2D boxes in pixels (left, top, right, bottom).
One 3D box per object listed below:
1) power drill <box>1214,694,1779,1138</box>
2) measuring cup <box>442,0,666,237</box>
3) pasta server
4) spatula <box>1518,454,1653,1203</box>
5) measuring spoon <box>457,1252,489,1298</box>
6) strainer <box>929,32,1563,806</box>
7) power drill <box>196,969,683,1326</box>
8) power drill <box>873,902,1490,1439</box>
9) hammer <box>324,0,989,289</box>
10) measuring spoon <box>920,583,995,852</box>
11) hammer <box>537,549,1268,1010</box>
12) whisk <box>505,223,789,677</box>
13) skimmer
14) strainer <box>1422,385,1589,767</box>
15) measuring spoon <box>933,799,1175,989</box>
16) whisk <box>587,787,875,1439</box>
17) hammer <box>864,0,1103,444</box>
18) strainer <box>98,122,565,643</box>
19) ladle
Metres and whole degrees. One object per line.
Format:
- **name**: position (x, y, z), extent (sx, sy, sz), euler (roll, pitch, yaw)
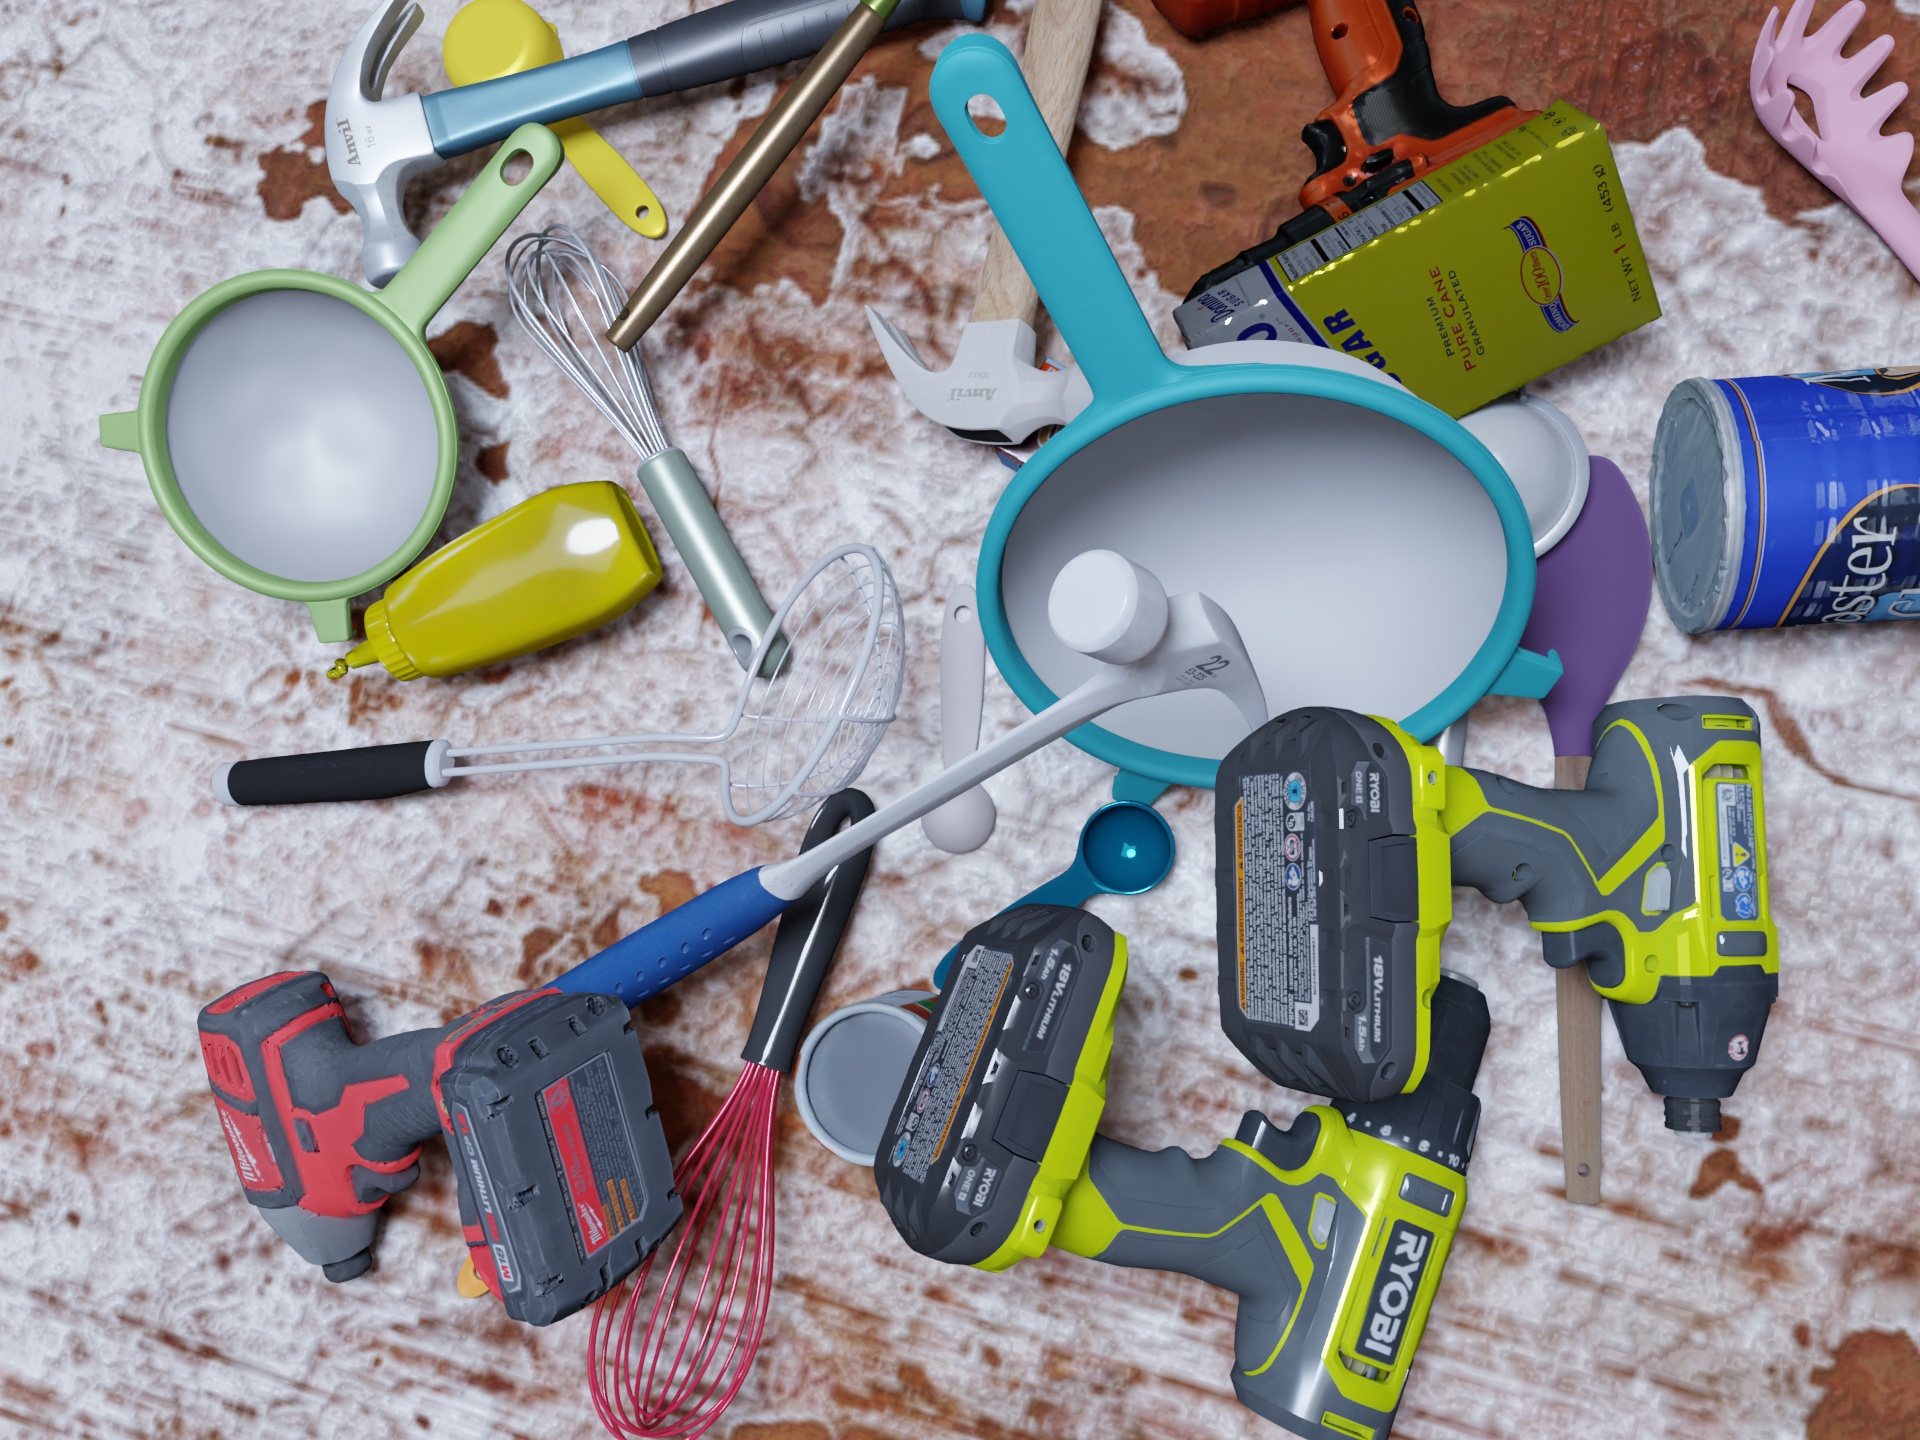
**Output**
- **power drill**: position (0.211, 0.074, 0.597), extent (0.223, 0.080, 0.171), euler (2, 84, -23)
- **measuring cup**: position (-0.198, -0.296, 0.782), extent (0.062, 0.029, 0.156), euler (-42, 78, 2)
- **pasta server**: position (0.430, -0.167, 0.661), extent (0.060, 0.040, 0.316), euler (-30, 80, -14)
- **spatula**: position (0.262, 0.041, 0.672), extent (0.060, 0.018, 0.316), euler (0, 82, 16)
- **measuring spoon**: position (-0.191, 0.220, 0.730), extent (0.021, 0.011, 0.117), euler (42, 94, 11)
- **strainer**: position (0.084, -0.116, 0.603), extent (0.211, 0.340, 0.095), euler (-18, 39, 24)
- **power drill**: position (-0.230, 0.180, 0.673), extent (0.220, 0.078, 0.143), euler (-5, 103, 34)
- **power drill**: position (0.100, 0.158, 0.620), extent (0.228, 0.080, 0.190), euler (26, 78, -17)
- **hammer**: position (-0.141, -0.313, 0.757), extent (0.331, 0.033, 0.128), euler (-16, 91, 1)
- **measuring spoon**: position (-0.001, -0.002, 0.720), extent (0.034, 0.018, 0.124), euler (0, 82, 9)
- **hammer**: position (-0.060, 0.062, 0.639), extent (0.405, 0.144, 0.035), euler (-31, 62, 27)
- **whisk**: position (-0.145, -0.128, 0.749), extent (0.058, 0.059, 0.246), euler (-35, 81, 41)
- **skimmer**: position (-0.191, -0.003, 0.699), extent (0.363, 0.090, 0.127), euler (-5, 54, 16)
- **strainer**: position (0.214, -0.040, 0.681), extent (0.087, 0.050, 0.258), euler (7, 87, 26)
- **measuring spoon**: position (0.040, 0.080, 0.708), extent (0.128, 0.021, 0.042), euler (-37, 93, 12)
- **whisk**: position (-0.091, 0.170, 0.696), extent (0.073, 0.073, 0.296), euler (16, 79, 11)
- **hammer**: position (0.038, -0.284, 0.728), extent (0.130, 0.031, 0.331), euler (5, 78, 32)
- **strainer**: position (-0.266, -0.172, 0.746), extent (0.151, 0.069, 0.256), euler (43, 99, -4)
- **ladle**: position (-0.050, -0.290, 0.719), extent (0.320, 0.062, 0.078), euler (-50, 59, 6)
